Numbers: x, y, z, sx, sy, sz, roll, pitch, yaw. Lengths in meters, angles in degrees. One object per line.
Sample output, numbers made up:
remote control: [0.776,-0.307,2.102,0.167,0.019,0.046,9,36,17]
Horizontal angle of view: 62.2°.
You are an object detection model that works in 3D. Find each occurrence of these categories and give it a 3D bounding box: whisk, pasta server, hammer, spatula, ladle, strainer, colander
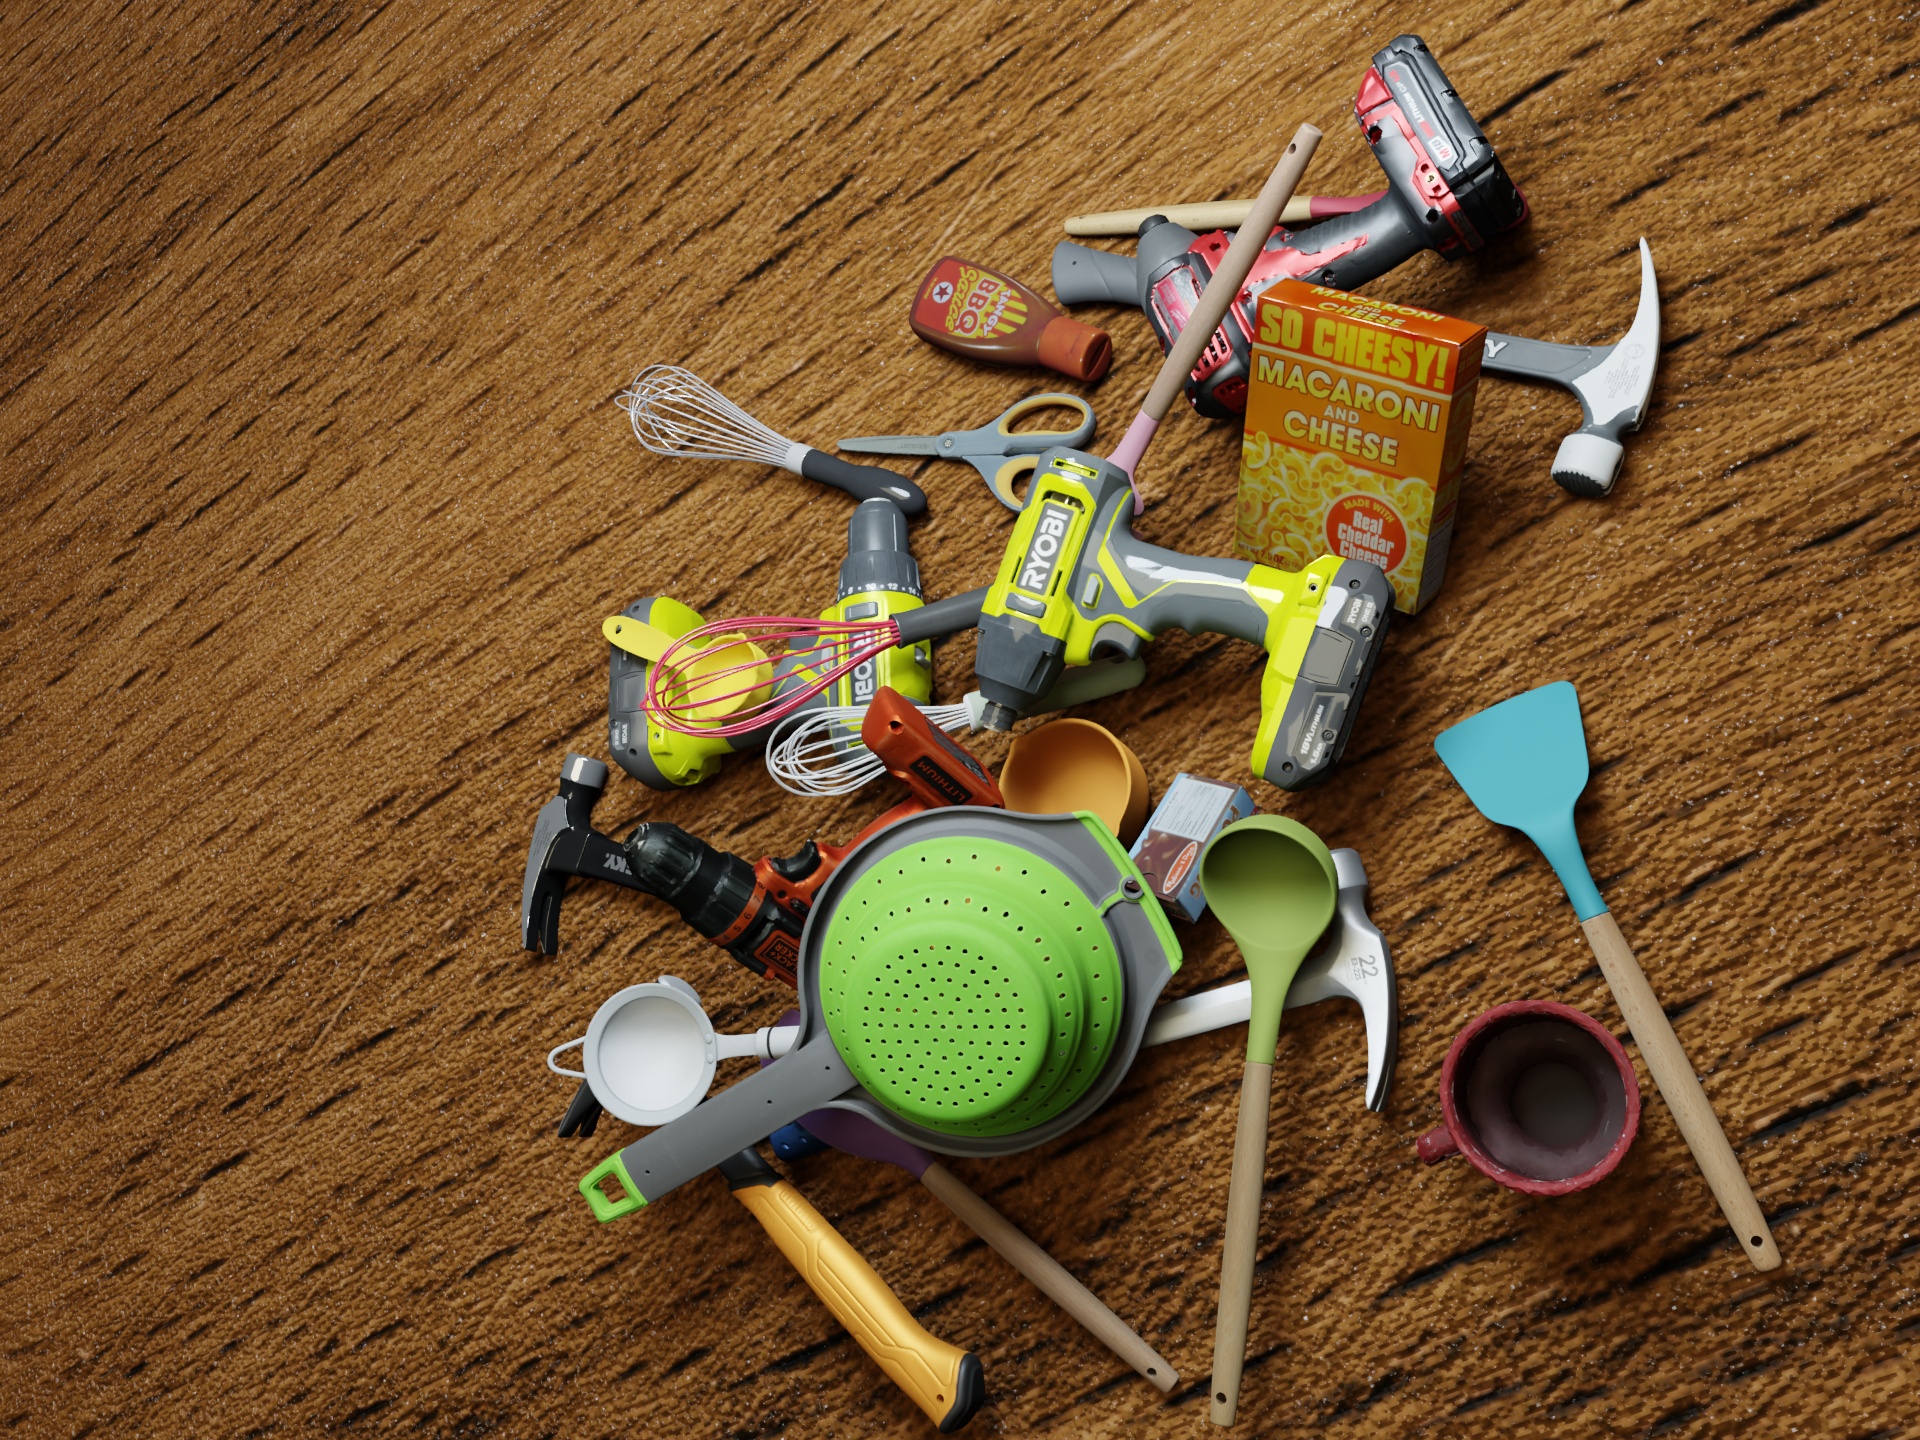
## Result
whisk: [-0.060,-0.052,1.006,0.296,0.073,0.073,-17,63,-16]
whisk: [-0.141,-0.201,1.173,0.285,0.070,0.070,24,87,26]
pasta server: [0.132,-0.205,0.945,0.060,0.040,0.316,53,132,29]
hammer: [-0.115,0.307,0.975,0.337,0.034,0.127,38,95,30]
hammer: [-0.171,0.125,1.099,0.335,0.035,0.146,12,80,30]
spatula: [-0.001,0.286,0.943,0.316,0.018,0.059,35,102,21]
whisk: [-0.002,-0.003,0.997,0.246,0.059,0.058,-15,23,-4]
spatula: [0.348,0.128,0.835,0.082,0.044,0.318,-26,69,18]
hammer: [0.063,0.204,0.952,0.405,0.035,0.144,-21,66,21]
ladle: [0.153,0.210,0.850,0.078,0.062,0.320,2,78,31]
strainer: [-0.125,0.200,0.974,0.258,0.050,0.087,-7,82,14]
ladle: [0.207,-0.333,1.039,0.315,0.031,0.069,7,45,33]
colander: [-0.068,0.197,0.895,0.397,0.094,0.204,-32,90,13]
hammer: [0.231,-0.257,1.003,0.409,0.036,0.149,21,84,31]

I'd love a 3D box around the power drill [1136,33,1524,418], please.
power drill: [0.208,-0.296,0.959,0.219,0.078,0.143,-32,65,24]

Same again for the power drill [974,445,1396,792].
power drill: [0.123,-0.047,0.926,0.223,0.080,0.171,20,92,18]

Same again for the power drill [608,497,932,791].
power drill: [-0.127,-0.046,1.104,0.228,0.080,0.191,-10,72,22]

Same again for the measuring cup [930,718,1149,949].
measuring cup: [0.047,0.079,0.990,0.173,0.052,0.095,-51,59,8]

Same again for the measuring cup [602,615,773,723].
measuring cup: [-0.186,-0.041,1.077,0.157,0.029,0.062,23,85,37]

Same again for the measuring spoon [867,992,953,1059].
measuring spoon: [-0.031,0.192,0.989,0.021,0.011,0.117,-32,21,-18]
